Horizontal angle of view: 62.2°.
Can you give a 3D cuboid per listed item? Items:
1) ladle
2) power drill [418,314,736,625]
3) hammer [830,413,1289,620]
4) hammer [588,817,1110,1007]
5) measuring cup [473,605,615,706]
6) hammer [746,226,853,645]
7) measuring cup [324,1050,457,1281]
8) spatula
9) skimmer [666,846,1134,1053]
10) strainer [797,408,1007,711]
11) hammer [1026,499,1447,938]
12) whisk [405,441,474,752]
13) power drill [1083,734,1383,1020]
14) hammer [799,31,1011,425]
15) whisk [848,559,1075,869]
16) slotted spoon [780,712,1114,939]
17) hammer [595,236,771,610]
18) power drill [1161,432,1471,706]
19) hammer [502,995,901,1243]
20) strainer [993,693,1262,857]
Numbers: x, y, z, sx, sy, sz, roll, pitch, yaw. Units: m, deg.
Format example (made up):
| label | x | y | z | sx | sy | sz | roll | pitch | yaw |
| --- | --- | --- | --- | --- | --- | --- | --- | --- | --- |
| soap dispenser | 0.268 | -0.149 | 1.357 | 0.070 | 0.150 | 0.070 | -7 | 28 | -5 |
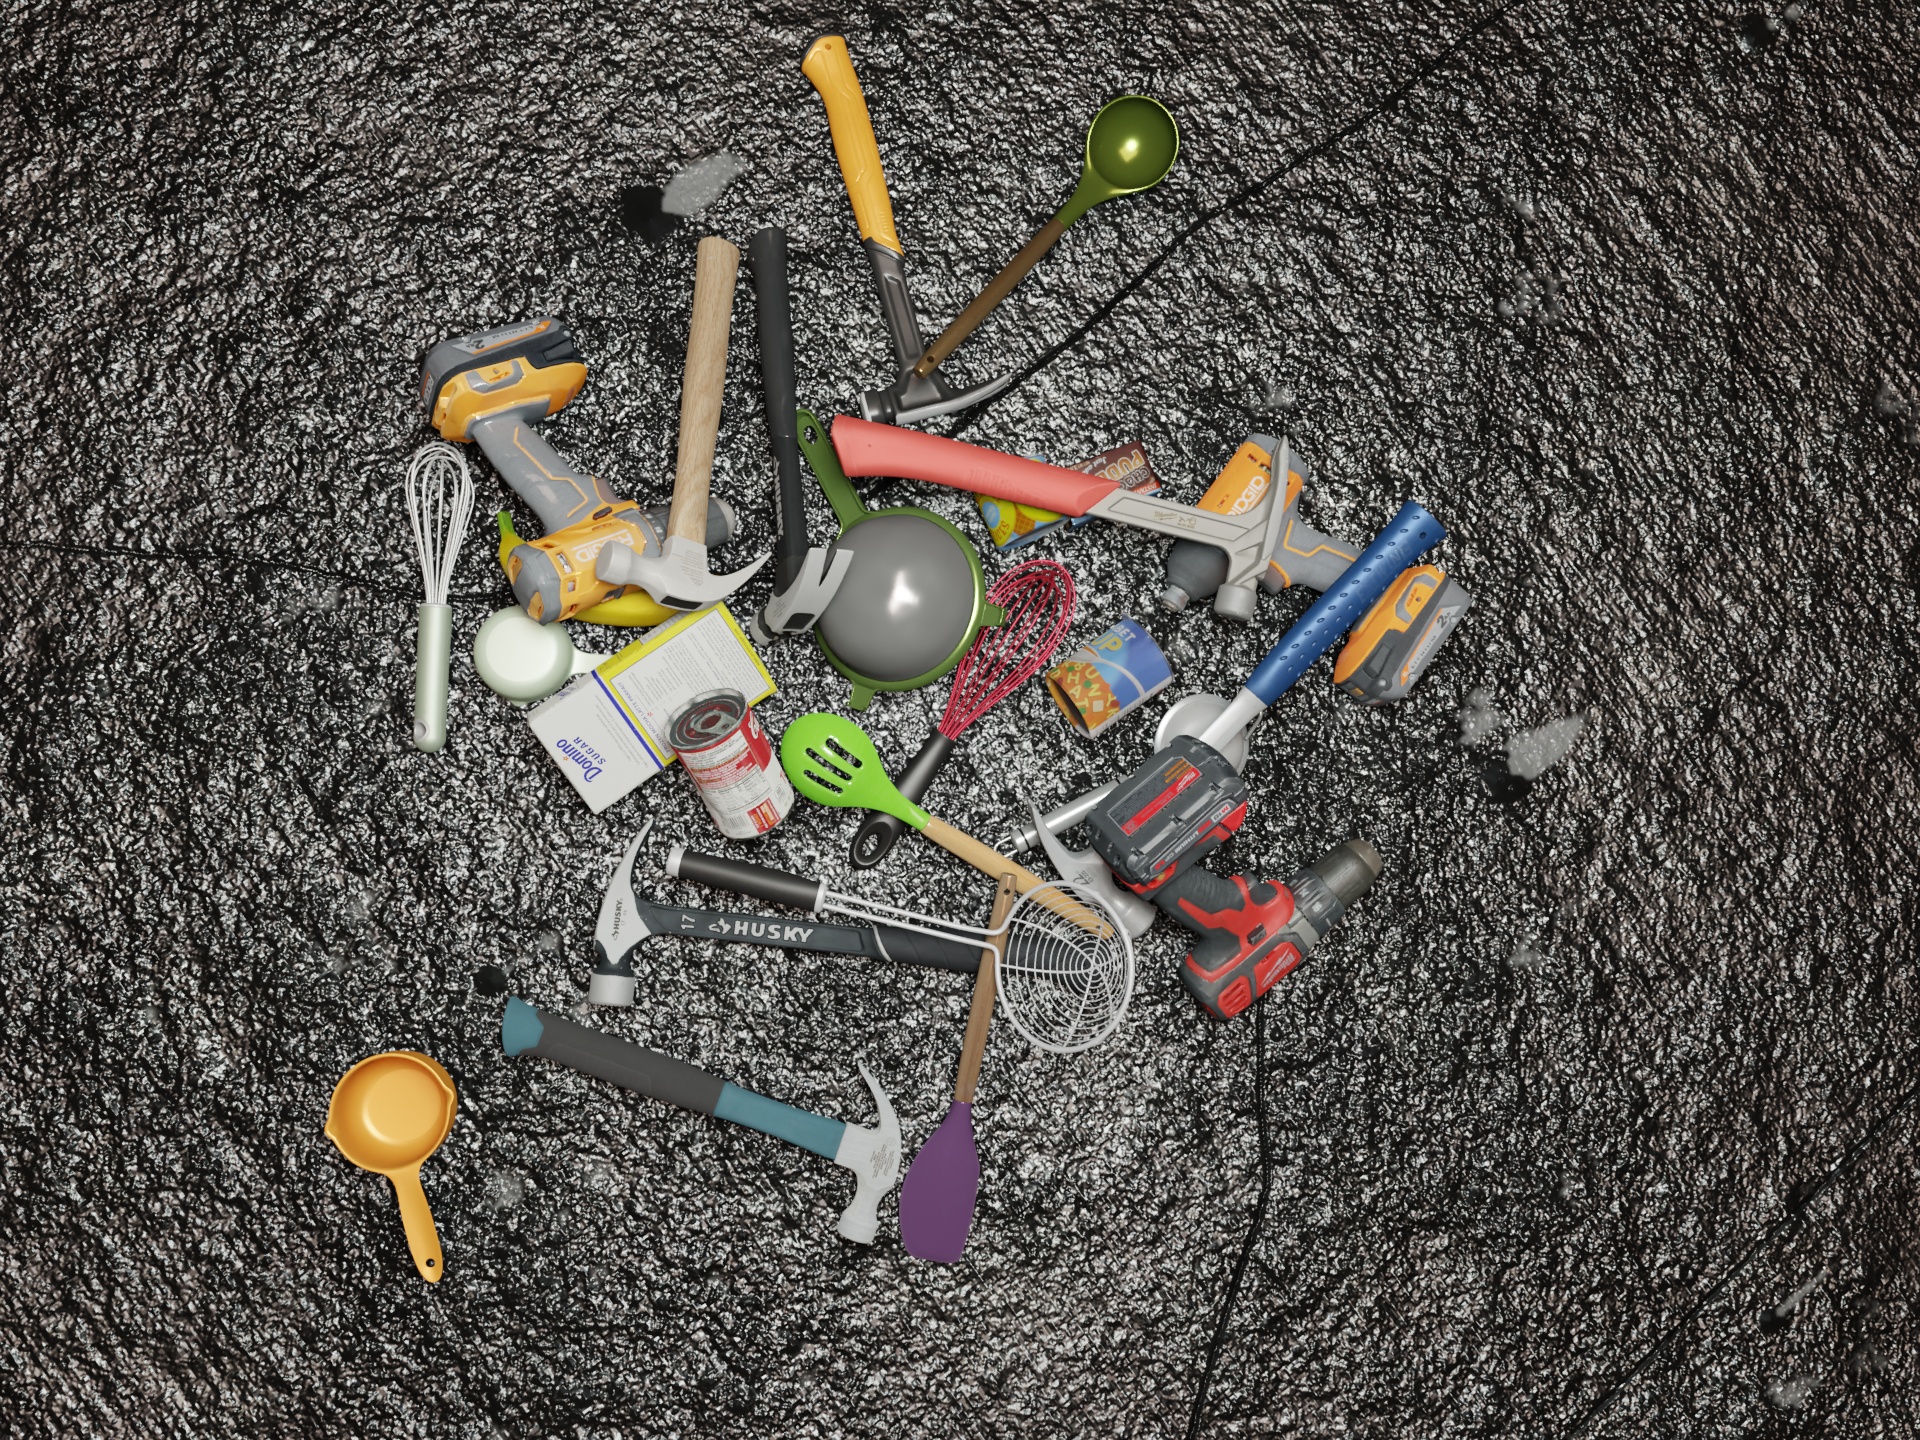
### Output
| label | x | y | z | sx | sy | sz | roll | pitch | yaw |
| --- | --- | --- | --- | --- | --- | --- | --- | --- | --- |
| ladle | 0.068 | -0.397 | 1.312 | 0.078 | 0.062 | 0.320 | 41 | 74 | -3 |
| power drill | -0.296 | -0.200 | 1.244 | 0.185 | 0.084 | 0.226 | -26 | 82 | -33 |
| hammer | 0.076 | -0.192 | 1.252 | 0.359 | 0.036 | 0.149 | 14 | 86 | -2 |
| hammer | -0.082 | 0.171 | 1.269 | 0.409 | 0.036 | 0.149 | 7 | 82 | -6 |
| measuring cup | -0.303 | -0.048 | 1.263 | 0.167 | 0.038 | 0.083 | 8 | 83 | -4 |
| hammer | -0.140 | -0.238 | 1.268 | 0.035 | 0.146 | 0.335 | 1 | 75 | -27 |
| measuring cup | -0.416 | 0.335 | 1.206 | 0.095 | 0.052 | 0.173 | -15 | 88 | -8 |
| spatula | 0.005 | 0.274 | 1.254 | 0.059 | 0.018 | 0.316 | 12 | 93 | -4 |
| skimmer | -0.050 | 0.153 | 1.195 | 0.363 | 0.090 | 0.127 | 14 | 94 | 1 |
| strainer | -0.084 | -0.146 | 1.265 | 0.151 | 0.069 | 0.256 | -31 | 77 | 14 |
| hammer | 0.222 | -0.015 | 1.258 | 0.144 | 0.035 | 0.405 | 41 | 96 | -14 |
| whisk | -0.414 | -0.098 | 1.256 | 0.058 | 0.059 | 0.246 | 0 | 87 | 30 |
| power drill | 0.220 | 0.113 | 1.239 | 0.188 | 0.080 | 0.226 | -40 | 124 | -1 |
| hammer | -0.062 | -0.416 | 1.331 | 0.127 | 0.034 | 0.337 | -16 | 86 | -7 |
| whisk | -0.002 | -0.004 | 1.286 | 0.073 | 0.073 | 0.296 | 34 | 88 | -2 |
| slotted spoon | -0.005 | 0.093 | 1.264 | 0.313 | 0.031 | 0.070 | 32 | 101 | -14 |
| hammer | -0.203 | -0.239 | 1.254 | 0.130 | 0.031 | 0.331 | 18 | 63 | -32 |
| power drill | 0.285 | -0.109 | 1.317 | 0.226 | 0.084 | 0.164 | 37 | 84 | 2 |
| hammer | -0.202 | 0.292 | 1.242 | 0.331 | 0.033 | 0.128 | 21 | 83 | -4 |
| strainer | 0.143 | 0.052 | 1.304 | 0.258 | 0.050 | 0.087 | -27 | 102 | -5 |
